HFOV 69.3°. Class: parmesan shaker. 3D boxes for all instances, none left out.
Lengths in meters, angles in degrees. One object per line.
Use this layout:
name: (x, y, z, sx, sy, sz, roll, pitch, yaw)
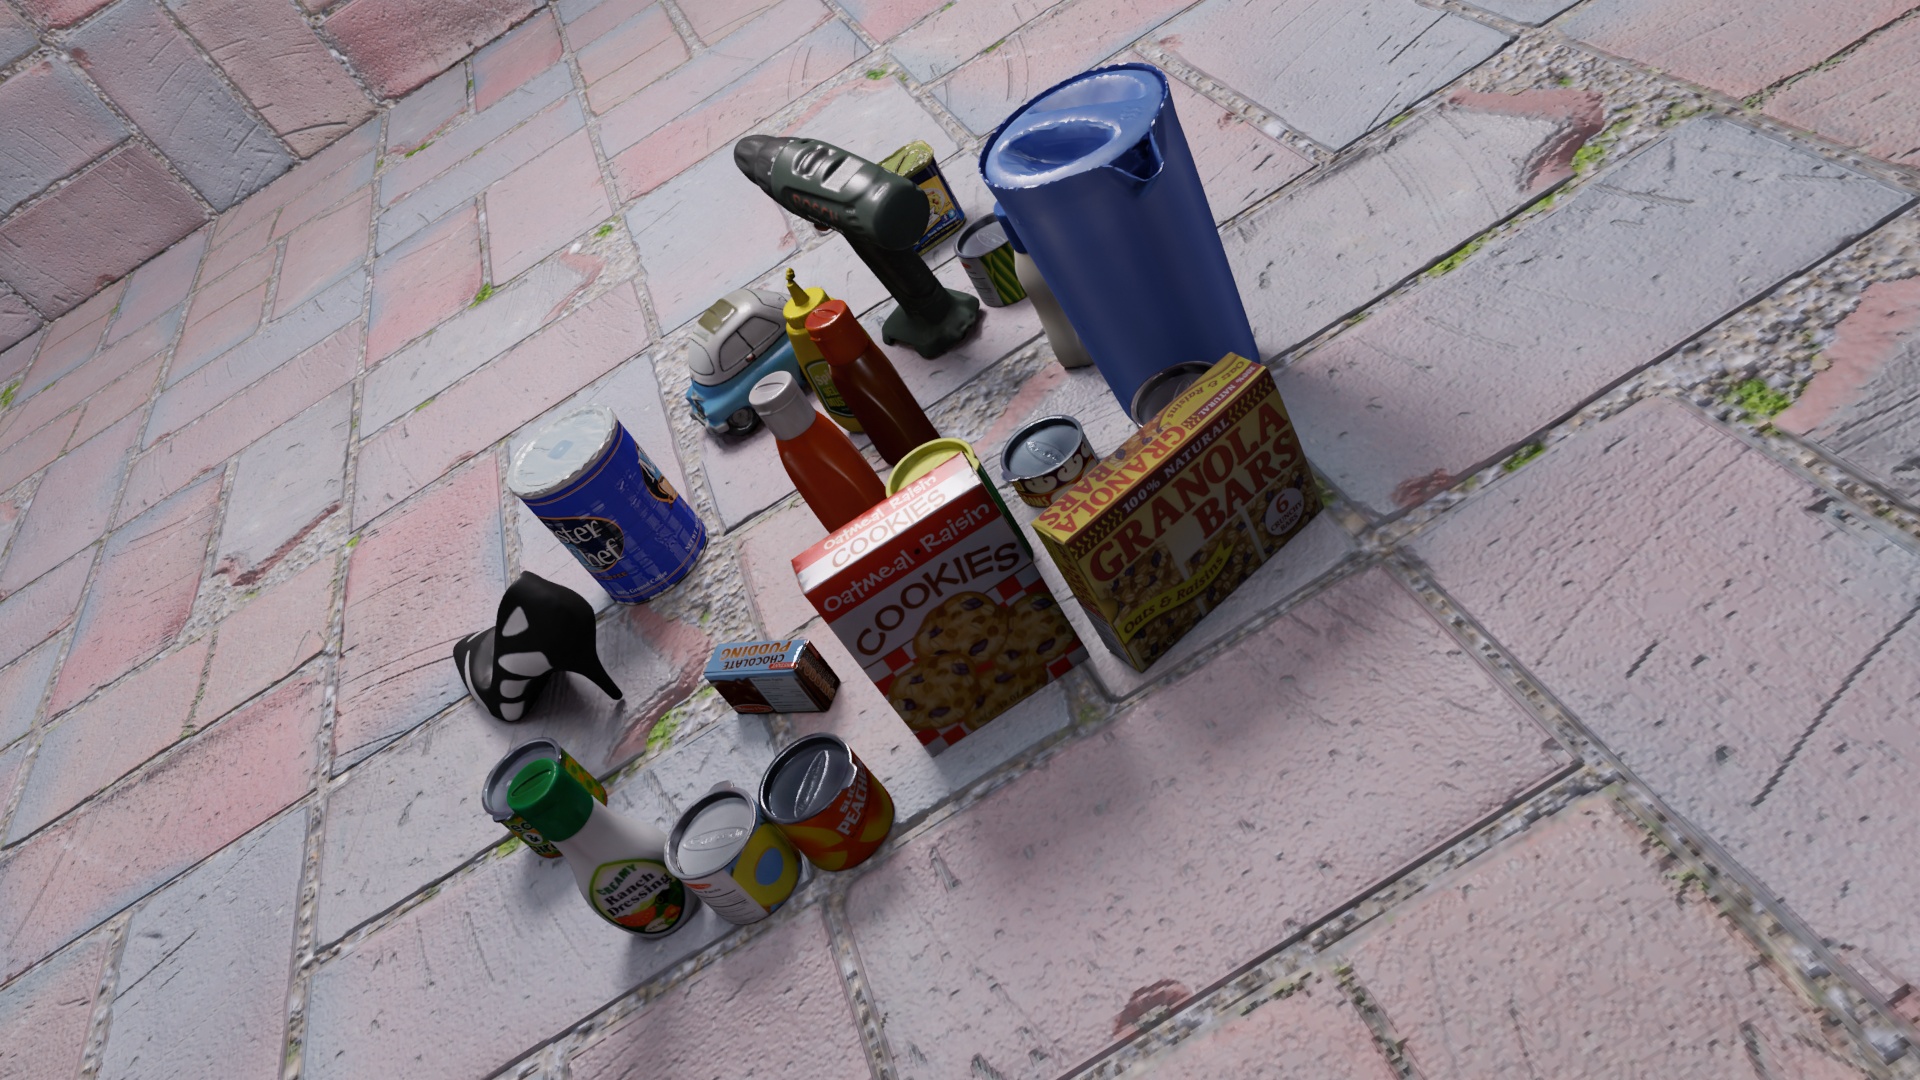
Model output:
parmesan shaker: (0.003, -0.012, 0.959, 0.071, 0.102, 0.072, -19, 40, 17)

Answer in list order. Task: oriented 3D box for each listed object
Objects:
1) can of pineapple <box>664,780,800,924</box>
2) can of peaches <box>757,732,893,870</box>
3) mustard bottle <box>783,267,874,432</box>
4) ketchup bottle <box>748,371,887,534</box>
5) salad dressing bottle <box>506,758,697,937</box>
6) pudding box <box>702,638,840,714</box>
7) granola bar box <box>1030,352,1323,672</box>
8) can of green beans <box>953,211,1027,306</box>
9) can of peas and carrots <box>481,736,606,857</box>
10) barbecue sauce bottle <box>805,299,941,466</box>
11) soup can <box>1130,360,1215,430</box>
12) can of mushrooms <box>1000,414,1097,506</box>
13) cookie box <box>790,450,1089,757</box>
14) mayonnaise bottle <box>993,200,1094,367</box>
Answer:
can of pineapple: (-0.141, 0.196, 0.871, 0.071, 0.057, 0.071, -19, 40, 17)
can of peaches: (-0.081, 0.163, 0.865, 0.071, 0.058, 0.071, -19, 40, 17)
mustard bottle: (-0.107, -0.160, 1.152, 0.065, 0.159, 0.049, -9, 44, 28)
ketchup bottle: (-0.107, -0.062, 1.055, 0.064, 0.148, 0.044, -2, 47, 34)
salad dressing bottle: (-0.221, 0.191, 0.860, 0.064, 0.147, 0.044, -33, 38, 1)
pudding box: (-0.134, 0.097, 0.981, 0.083, 0.049, 0.030, -6, 45, 30)
granola bar box: (0.138, -0.016, 0.852, 0.166, 0.123, 0.039, -41, 38, -10)
can of green beans: (0.036, -0.250, 1.233, 0.071, 0.057, 0.071, -19, 40, 17)
can of peas and carrots: (-0.297, 0.186, 0.991, 0.071, 0.058, 0.071, -19, 40, 17)
barbecue sauce bottle: (-0.071, -0.122, 1.095, 0.065, 0.148, 0.044, 18, 61, 46)
soup can: (0.161, -0.067, 0.925, 0.071, 0.083, 0.072, -19, 40, 17)
can of mushrooms: (0.064, -0.057, 1.023, 0.071, 0.033, 0.071, -19, 40, 17)
cookie box: (-0.009, 0.042, 0.857, 0.123, 0.166, 0.040, -33, 38, 1)
mayonnaise bottle: (0.072, -0.208, 1.088, 0.041, 0.147, 0.065, -4, 46, 32)
